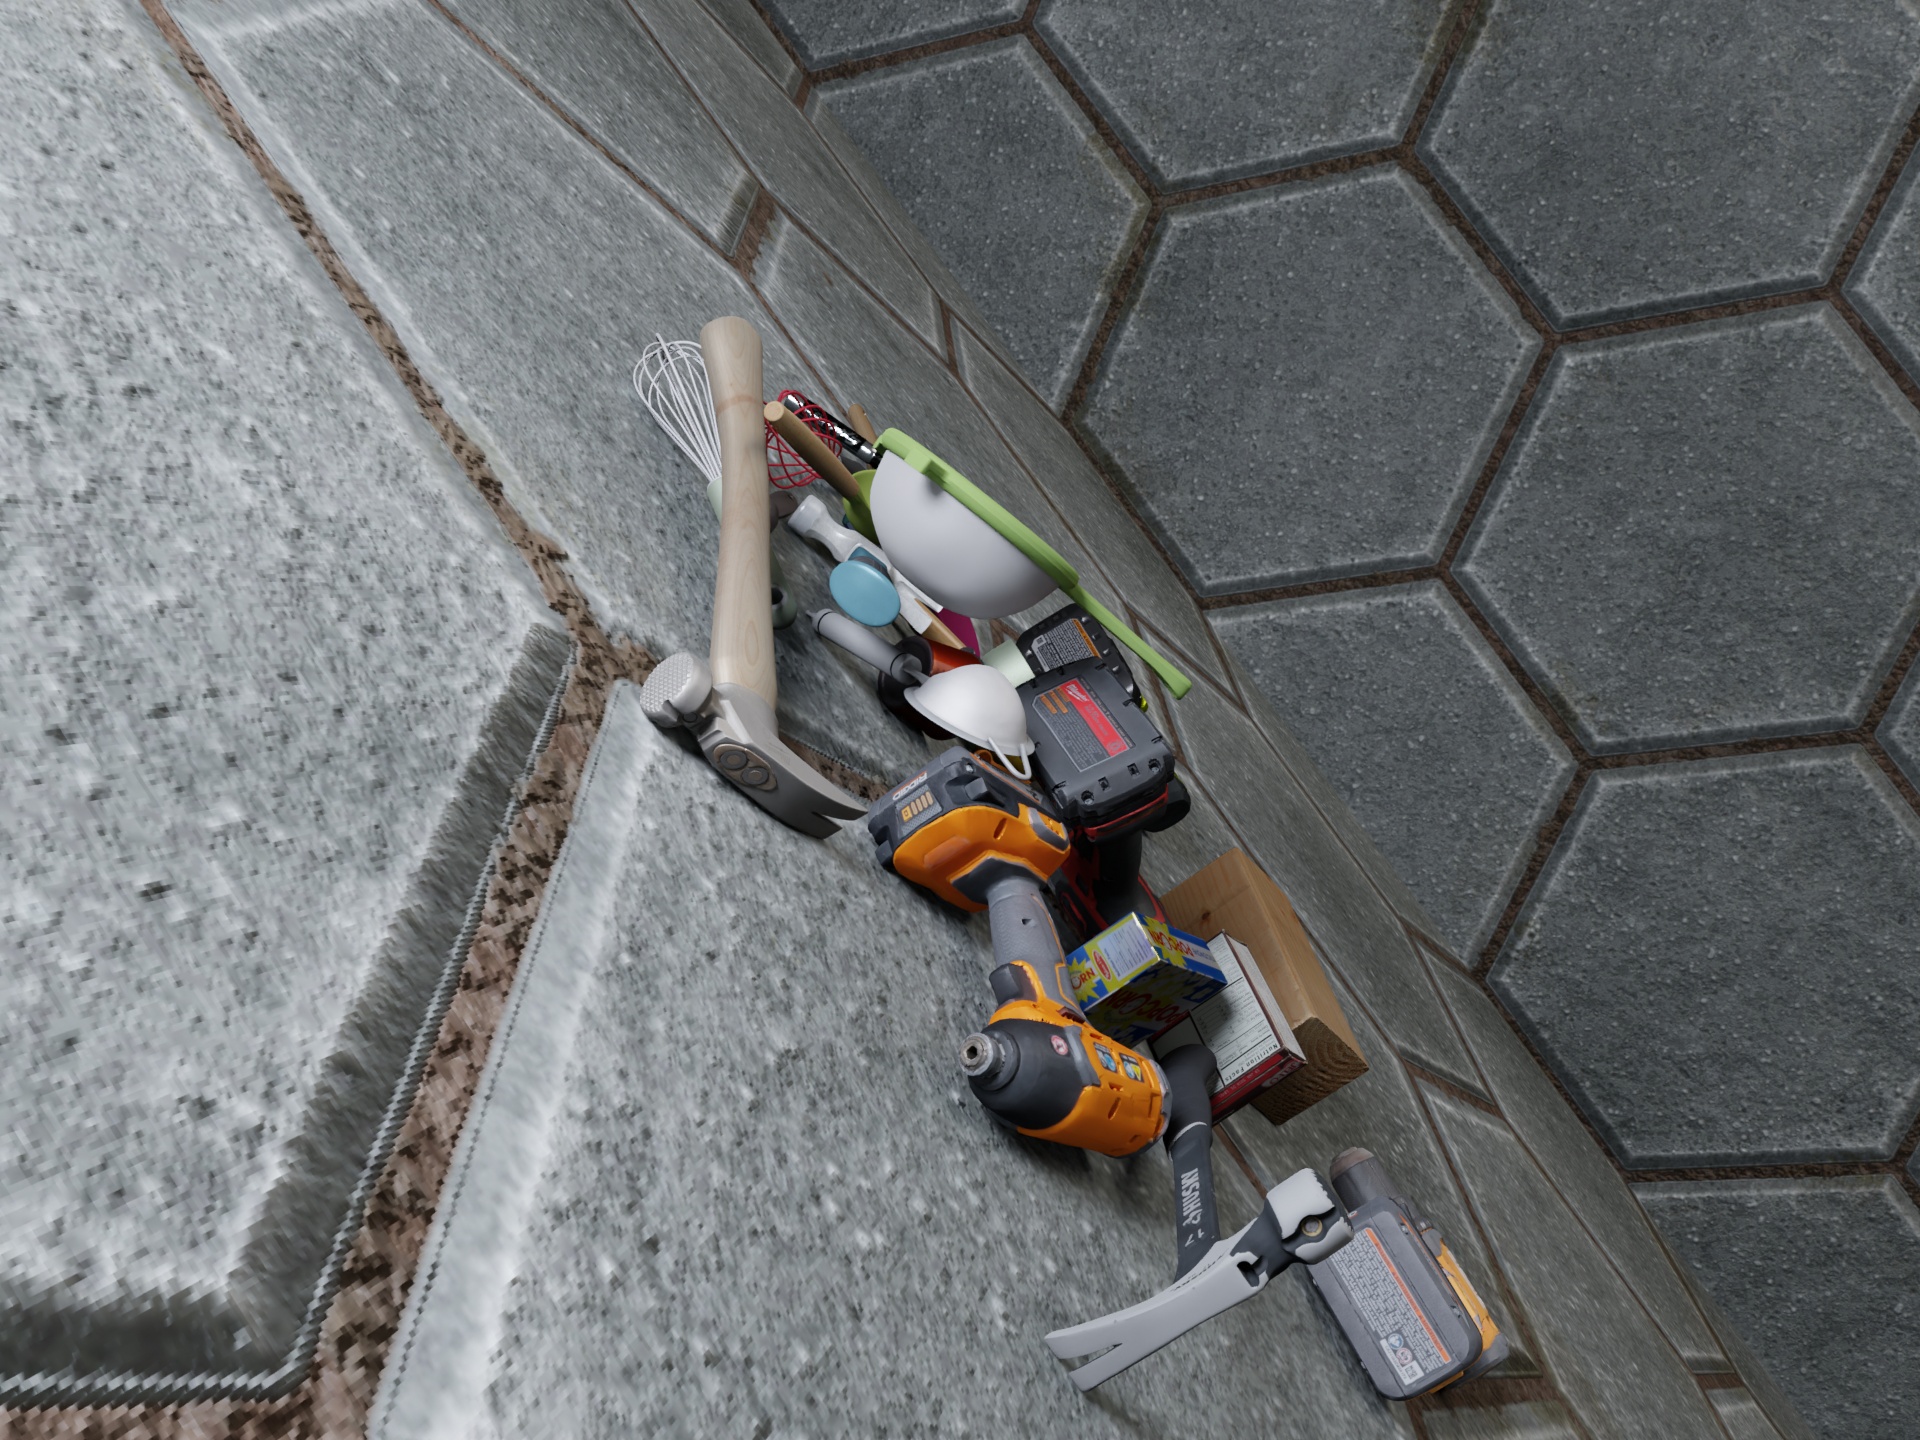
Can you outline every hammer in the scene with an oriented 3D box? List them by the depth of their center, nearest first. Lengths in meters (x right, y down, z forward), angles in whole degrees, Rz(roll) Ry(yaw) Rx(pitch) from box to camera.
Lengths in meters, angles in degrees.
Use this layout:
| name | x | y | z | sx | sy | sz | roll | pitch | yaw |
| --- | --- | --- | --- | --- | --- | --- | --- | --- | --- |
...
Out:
| name | x | y | z | sx | sy | sz | roll | pitch | yaw |
| --- | --- | --- | --- | --- | --- | --- | --- | --- | --- |
| hammer | 0.126 | 0.247 | 0.889 | 0.036 | 0.149 | 0.409 | 54 | 6 | 2 |
| hammer | -0.125 | -0.113 | 0.964 | 0.146 | 0.038 | 0.411 | 42 | 27 | -38 |
| hammer | -0.063 | -0.096 | 1.052 | 0.128 | 0.033 | 0.331 | 37 | 6 | -8 |

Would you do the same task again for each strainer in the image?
| name | x | y | z | sx | sy | sz | roll | pitch | yaw |
| --- | --- | --- | --- | --- | --- | --- | --- | --- | --- |
| strainer | 0.035 | -0.077 | 0.992 | 0.256 | 0.069 | 0.151 | 39 | 3 | -17 |
| strainer | -0.030 | -0.032 | 1.008 | 0.086 | 0.050 | 0.259 | 12 | 12 | -41 |

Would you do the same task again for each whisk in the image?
| name | x | y | z | sx | sy | sz | roll | pitch | yaw |
| --- | --- | --- | --- | --- | --- | --- | --- | --- | --- |
| whisk | -0.160 | -0.162 | 1.060 | 0.059 | 0.058 | 0.247 | 86 | -20 | -65 |
| whisk | -0.113 | -0.211 | 1.293 | 0.073 | 0.073 | 0.296 | 54 | 9 | 6 |

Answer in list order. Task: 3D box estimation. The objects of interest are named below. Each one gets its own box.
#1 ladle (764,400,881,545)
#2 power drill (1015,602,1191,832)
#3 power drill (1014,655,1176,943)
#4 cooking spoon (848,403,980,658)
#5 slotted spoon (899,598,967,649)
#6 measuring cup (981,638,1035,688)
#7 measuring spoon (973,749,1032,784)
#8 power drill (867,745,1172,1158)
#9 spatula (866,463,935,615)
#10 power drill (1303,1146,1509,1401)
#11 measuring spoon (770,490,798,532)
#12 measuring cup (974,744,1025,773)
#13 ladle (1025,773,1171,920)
| name | x | y | z | sx | sy | sz | roll | pitch | yaw |
| --- | --- | --- | --- | --- | --- | --- | --- | --- | --- |
| ladle | -0.079 | -0.181 | 1.126 | 0.078 | 0.062 | 0.320 | 33 | 0 | 12 |
| power drill | 0.133 | -0.008 | 1.477 | 0.171 | 0.080 | 0.223 | 62 | 6 | 33 |
| power drill | 0.084 | 0.061 | 1.101 | 0.188 | 0.080 | 0.226 | 57 | -14 | 41 |
| cooking spoon | -0.046 | -0.171 | 1.394 | 0.068 | 0.017 | 0.319 | 34 | 26 | -51 |
| slotted spoon | 0.005 | -0.047 | 1.270 | 0.313 | 0.031 | 0.070 | 43 | 35 | -7 |
| measuring cup | 0.062 | 0.009 | 1.361 | 0.167 | 0.038 | 0.083 | 64 | -3 | -29 |
| measuring spoon | 0.040 | 0.051 | 1.225 | 0.011 | 0.021 | 0.116 | 26 | -8 | 44 |
| power drill | 0.026 | 0.129 | 0.894 | 0.164 | 0.084 | 0.227 | 31 | 30 | -50 |
| spatula | -0.055 | -0.166 | 1.424 | 0.059 | 0.018 | 0.316 | 40 | 21 | -39 |
| power drill | 0.314 | 0.393 | 1.153 | 0.186 | 0.084 | 0.226 | 60 | 13 | 27 |
| measuring spoon | -0.135 | -0.163 | 1.182 | 0.034 | 0.018 | 0.124 | 51 | 15 | -6 |
| measuring cup | -0.002 | -0.004 | 1.202 | 0.156 | 0.029 | 0.062 | 31 | -14 | -23 |
| ladle | 0.082 | 0.070 | 1.290 | 0.315 | 0.031 | 0.069 | 54 | 16 | 9 |
